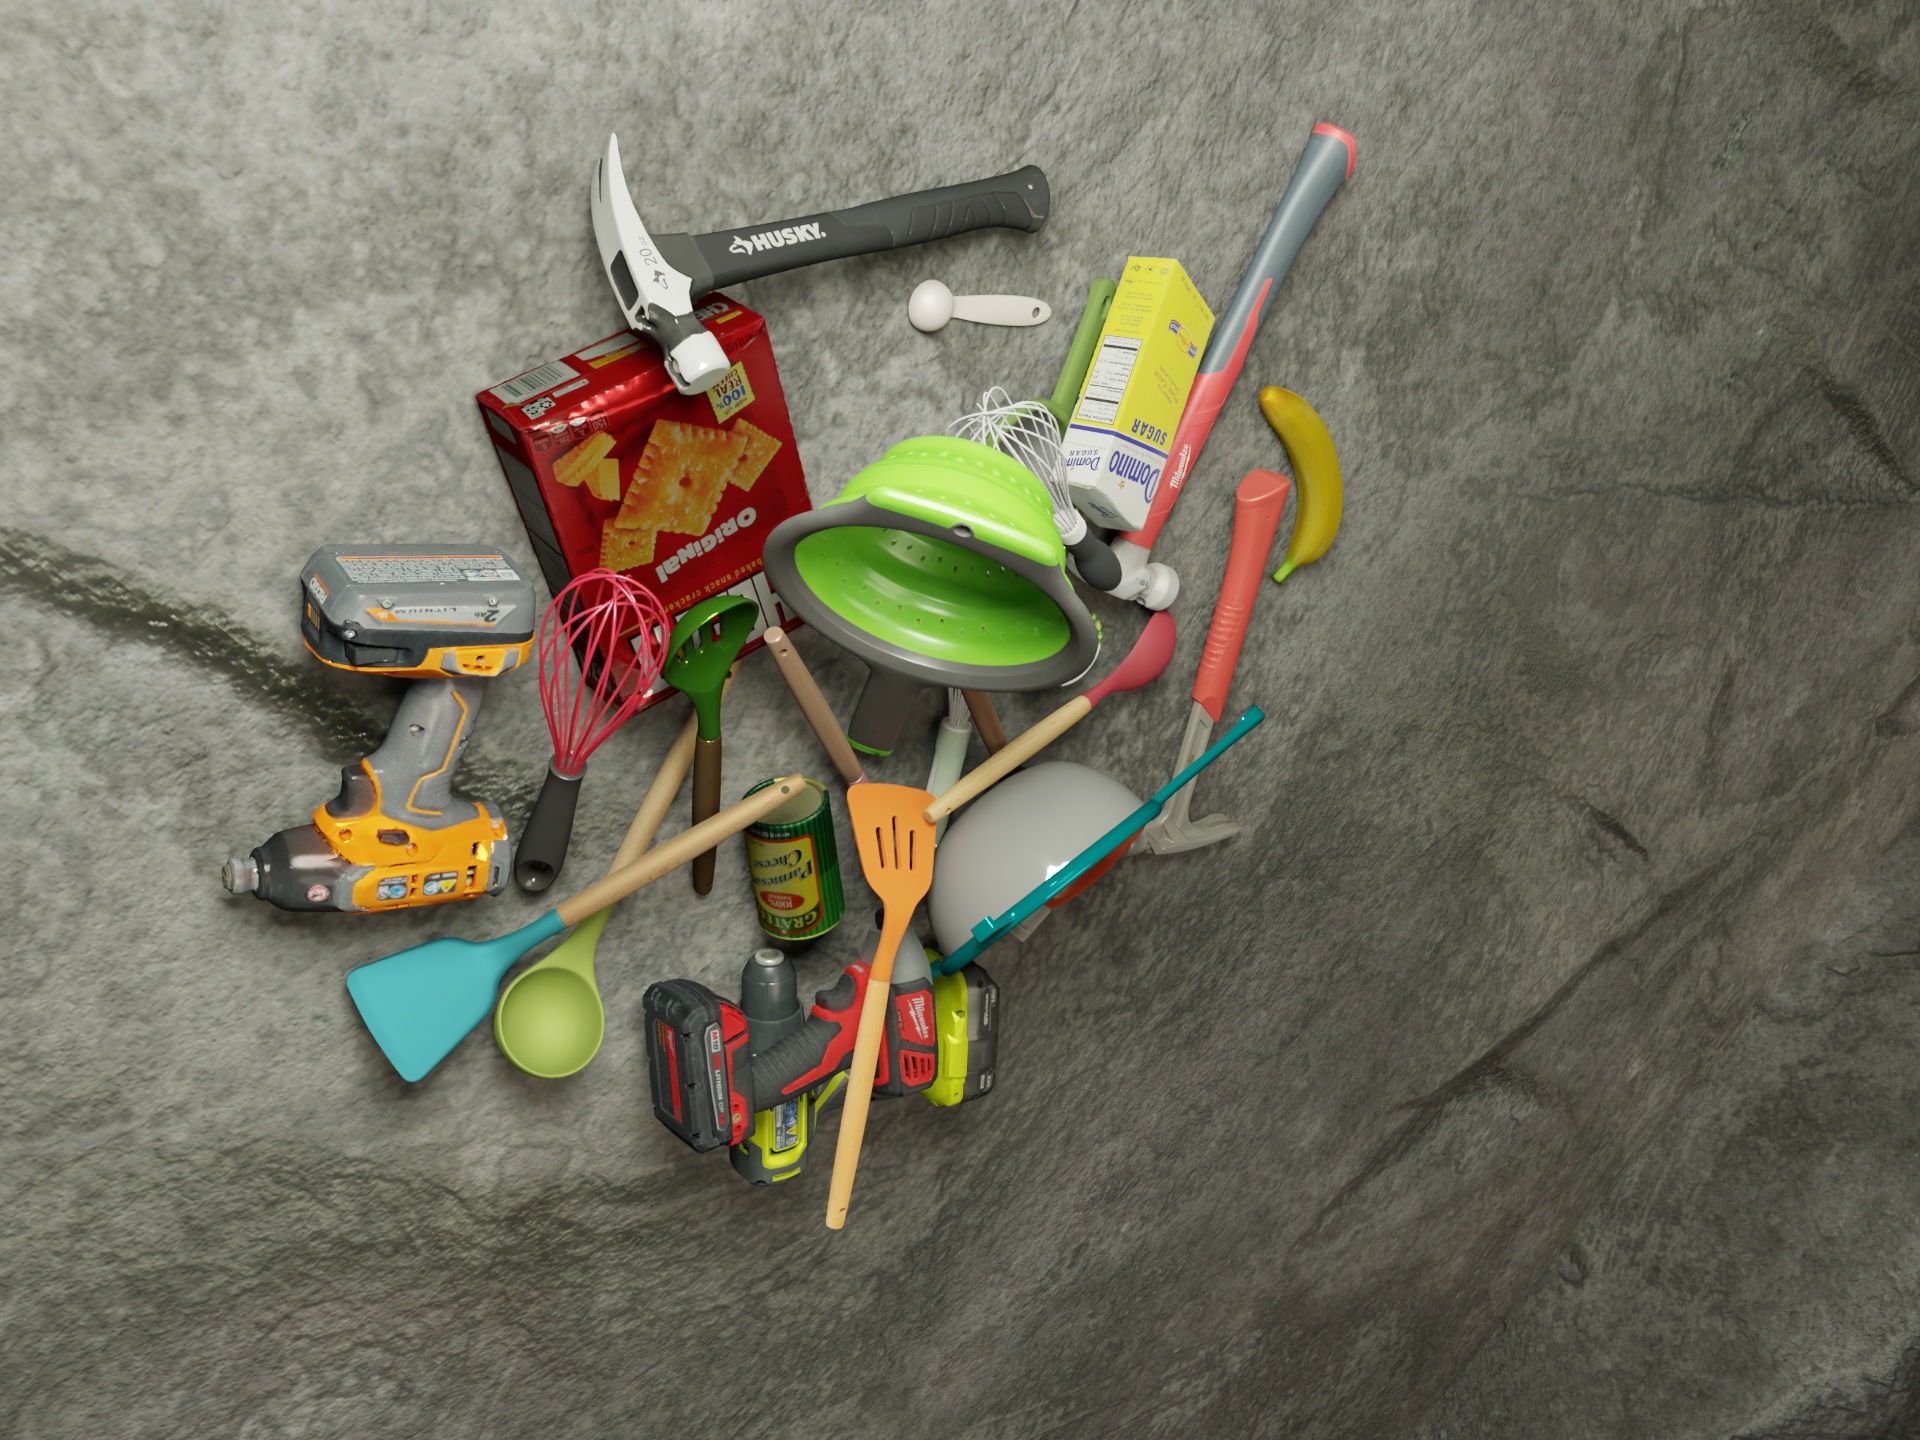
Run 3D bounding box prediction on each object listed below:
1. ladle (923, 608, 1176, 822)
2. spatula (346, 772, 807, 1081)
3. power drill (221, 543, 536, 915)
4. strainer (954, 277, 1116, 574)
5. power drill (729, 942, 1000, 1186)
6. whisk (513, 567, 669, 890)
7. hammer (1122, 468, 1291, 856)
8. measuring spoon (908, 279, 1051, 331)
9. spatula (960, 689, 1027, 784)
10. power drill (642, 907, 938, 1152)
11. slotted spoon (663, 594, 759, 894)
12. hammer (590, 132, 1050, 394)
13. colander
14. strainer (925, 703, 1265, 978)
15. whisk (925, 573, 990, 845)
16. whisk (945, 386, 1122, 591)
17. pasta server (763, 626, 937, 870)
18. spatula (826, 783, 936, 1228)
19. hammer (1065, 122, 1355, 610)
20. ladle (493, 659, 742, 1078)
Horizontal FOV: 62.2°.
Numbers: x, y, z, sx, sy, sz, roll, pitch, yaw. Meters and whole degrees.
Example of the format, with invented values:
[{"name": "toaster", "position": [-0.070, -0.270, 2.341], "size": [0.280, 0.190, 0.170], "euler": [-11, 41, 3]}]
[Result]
[{"name": "ladle", "position": [0.080, -0.003, 1.248], "size": [0.315, 0.031, 0.069], "euler": [-35, 144, -36]}, {"name": "spatula", "position": [-0.240, 0.120, 1.049], "size": [0.317, 0.044, 0.082], "euler": [-30, 92, -7]}, {"name": "power drill", "position": [-0.338, 0.014, 0.927], "size": [0.164, 0.084, 0.226], "euler": [-5, 122, -37]}, {"name": "strainer", "position": [0.041, -0.204, 1.132], "size": [0.151, 0.069, 0.256], "euler": [37, 71, -58]}, {"name": "power drill", "position": [-0.083, 0.257, 1.288], "size": [0.228, 0.080, 0.190], "euler": [-10, 112, -33]}, {"name": "whisk", "position": [-0.236, 0.015, 0.971], "size": [0.073, 0.073, 0.295], "euler": [-12, 146, -35]}, {"name": "hammer", "position": [0.230, -0.044, 1.391], "size": [0.149, 0.037, 0.359], "euler": [-8, 122, -37]}, {"name": "measuring spoon", "position": [0.018, -0.281, 1.089], "size": [0.124, 0.018, 0.034], "euler": [-8, 120, -37]}, {"name": "spatula", "position": [0.028, 0.023, 1.234], "size": [0.060, 0.018, 0.315], "euler": [-42, 149, -11]}, {"name": "power drill", "position": [-0.116, 0.224, 1.175], "size": [0.219, 0.079, 0.143], "euler": [-10, 101, -33]}, {"name": "slotted spoon", "position": [-0.168, 0.025, 1.045], "size": [0.070, 0.031, 0.313], "euler": [-33, 153, -31]}, {"name": "hammer", "position": [-0.068, -0.299, 0.959], "size": [0.335, 0.146, 0.035], "euler": [-26, 174, -38]}, {"name": "colander", "position": [-0.023, -0.076, 1.026], "size": [0.397, 0.204, 0.094], "euler": [120, -12, -67]}, {"name": "strainer", "position": [0.093, 0.061, 1.243], "size": [0.340, 0.095, 0.211], "euler": [-37, 173, -20]}, {"name": "whisk", "position": [-0.002, -0.004, 1.226], "size": [0.059, 0.058, 0.246], "euler": [11, 115, -7]}, {"name": "whisk", "position": [0.062, -0.144, 1.079], "size": [0.070, 0.070, 0.284], "euler": [-53, 153, -1]}, {"name": "pasta server", "position": [-0.081, 0.030, 1.138], "size": [0.060, 0.040, 0.315], "euler": [-33, 147, -6]}, {"name": "spatula", "position": [-0.067, 0.208, 1.152], "size": [0.081, 0.041, 0.322], "euler": [8, 95, -38]}, {"name": "hammer", "position": [0.190, -0.276, 1.222], "size": [0.143, 0.038, 0.386], "euler": [16, 104, -42]}, {"name": "ladle", "position": [-0.225, 0.099, 1.089], "size": [0.078, 0.062, 0.320], "euler": [26, 94, -29]}]
